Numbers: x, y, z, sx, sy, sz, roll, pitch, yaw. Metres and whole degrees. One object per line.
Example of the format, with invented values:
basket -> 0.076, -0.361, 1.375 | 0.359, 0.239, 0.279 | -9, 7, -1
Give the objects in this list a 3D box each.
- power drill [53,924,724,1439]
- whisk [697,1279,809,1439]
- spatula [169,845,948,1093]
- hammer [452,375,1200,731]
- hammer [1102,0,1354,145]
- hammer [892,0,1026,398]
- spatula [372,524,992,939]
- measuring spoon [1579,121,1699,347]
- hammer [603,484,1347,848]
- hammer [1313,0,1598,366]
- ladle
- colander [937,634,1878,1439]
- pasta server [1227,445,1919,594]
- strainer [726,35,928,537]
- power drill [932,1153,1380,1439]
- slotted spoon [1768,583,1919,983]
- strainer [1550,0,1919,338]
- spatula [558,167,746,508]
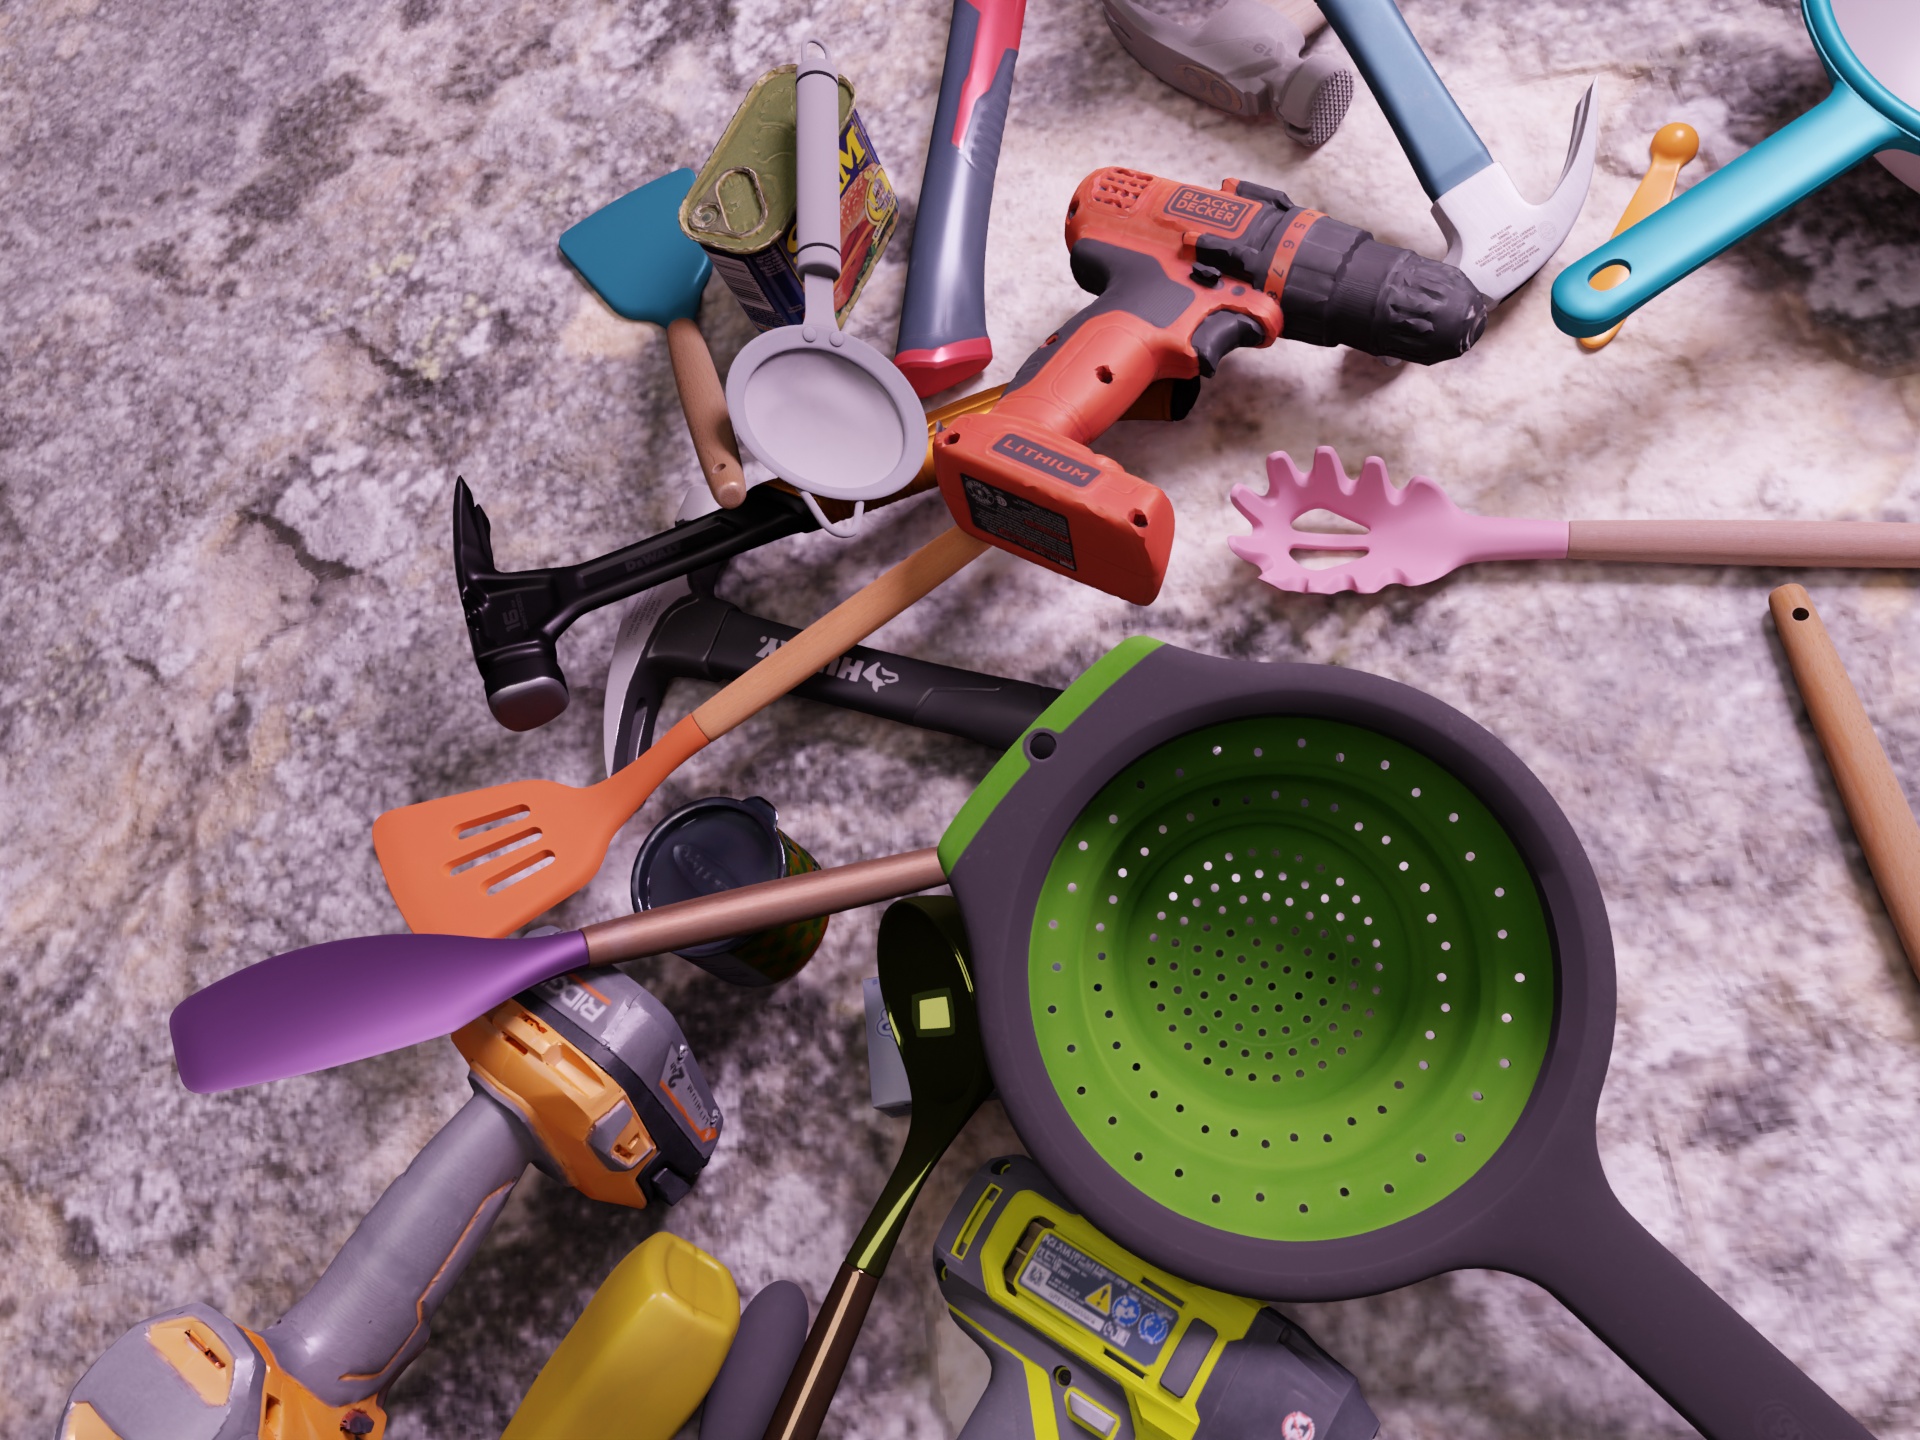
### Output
power drill -> -0.191, 0.208, 0.588 | 0.084, 0.185, 0.226 | 29, 60, 24
whisk -> -0.116, 0.338, 0.560 | 0.070, 0.070, 0.285 | 15, 69, 21
spatula -> -0.113, 0.076, 0.578 | 0.316, 0.018, 0.060 | -10, 37, -28
hammer -> -0.056, -0.107, 0.697 | 0.337, 0.034, 0.127 | -21, 57, -4
hammer -> 0.245, -0.457, 0.777 | 0.146, 0.038, 0.410 | 40, 84, 27
hammer -> -0.002, -0.342, 0.778 | 0.143, 0.038, 0.386 | 13, 74, -13
spatula -> -0.091, -0.014, 0.658 | 0.322, 0.041, 0.081 | -35, 62, -2
measuring spoon -> 0.288, -0.209, 0.677 | 0.021, 0.011, 0.117 | 21, 76, 23
hammer -> -0.001, -0.002, 0.670 | 0.335, 0.035, 0.146 | 15, 73, 21
hammer -> 0.155, -0.325, 0.677 | 0.128, 0.033, 0.331 | -30, 88, 10
ladle -> -0.055, 0.212, 0.552 | 0.078, 0.062, 0.320 | -3, 60, 62
colander -> 0.169, 0.142, 0.542 | 0.397, 0.094, 0.204 | 43, 89, 8
pasta server -> 0.265, -0.071, 0.615 | 0.316, 0.040, 0.060 | 3, 82, 17
strainer -> -0.060, -0.185, 0.677 | 0.086, 0.050, 0.259 | 6, 69, -23
power drill -> 0.030, 0.282, 0.525 | 0.171, 0.080, 0.223 | 26, 75, 25
slotted spoon -> 0.333, 0.091, 0.536 | 0.070, 0.031, 0.314 | -14, 64, 11
strainer -> 0.378, -0.229, 0.614 | 0.340, 0.095, 0.211 | -33, 63, 4
spatula -> -0.133, -0.179, 0.737 | 0.082, 0.044, 0.318 | -28, 37, 2
